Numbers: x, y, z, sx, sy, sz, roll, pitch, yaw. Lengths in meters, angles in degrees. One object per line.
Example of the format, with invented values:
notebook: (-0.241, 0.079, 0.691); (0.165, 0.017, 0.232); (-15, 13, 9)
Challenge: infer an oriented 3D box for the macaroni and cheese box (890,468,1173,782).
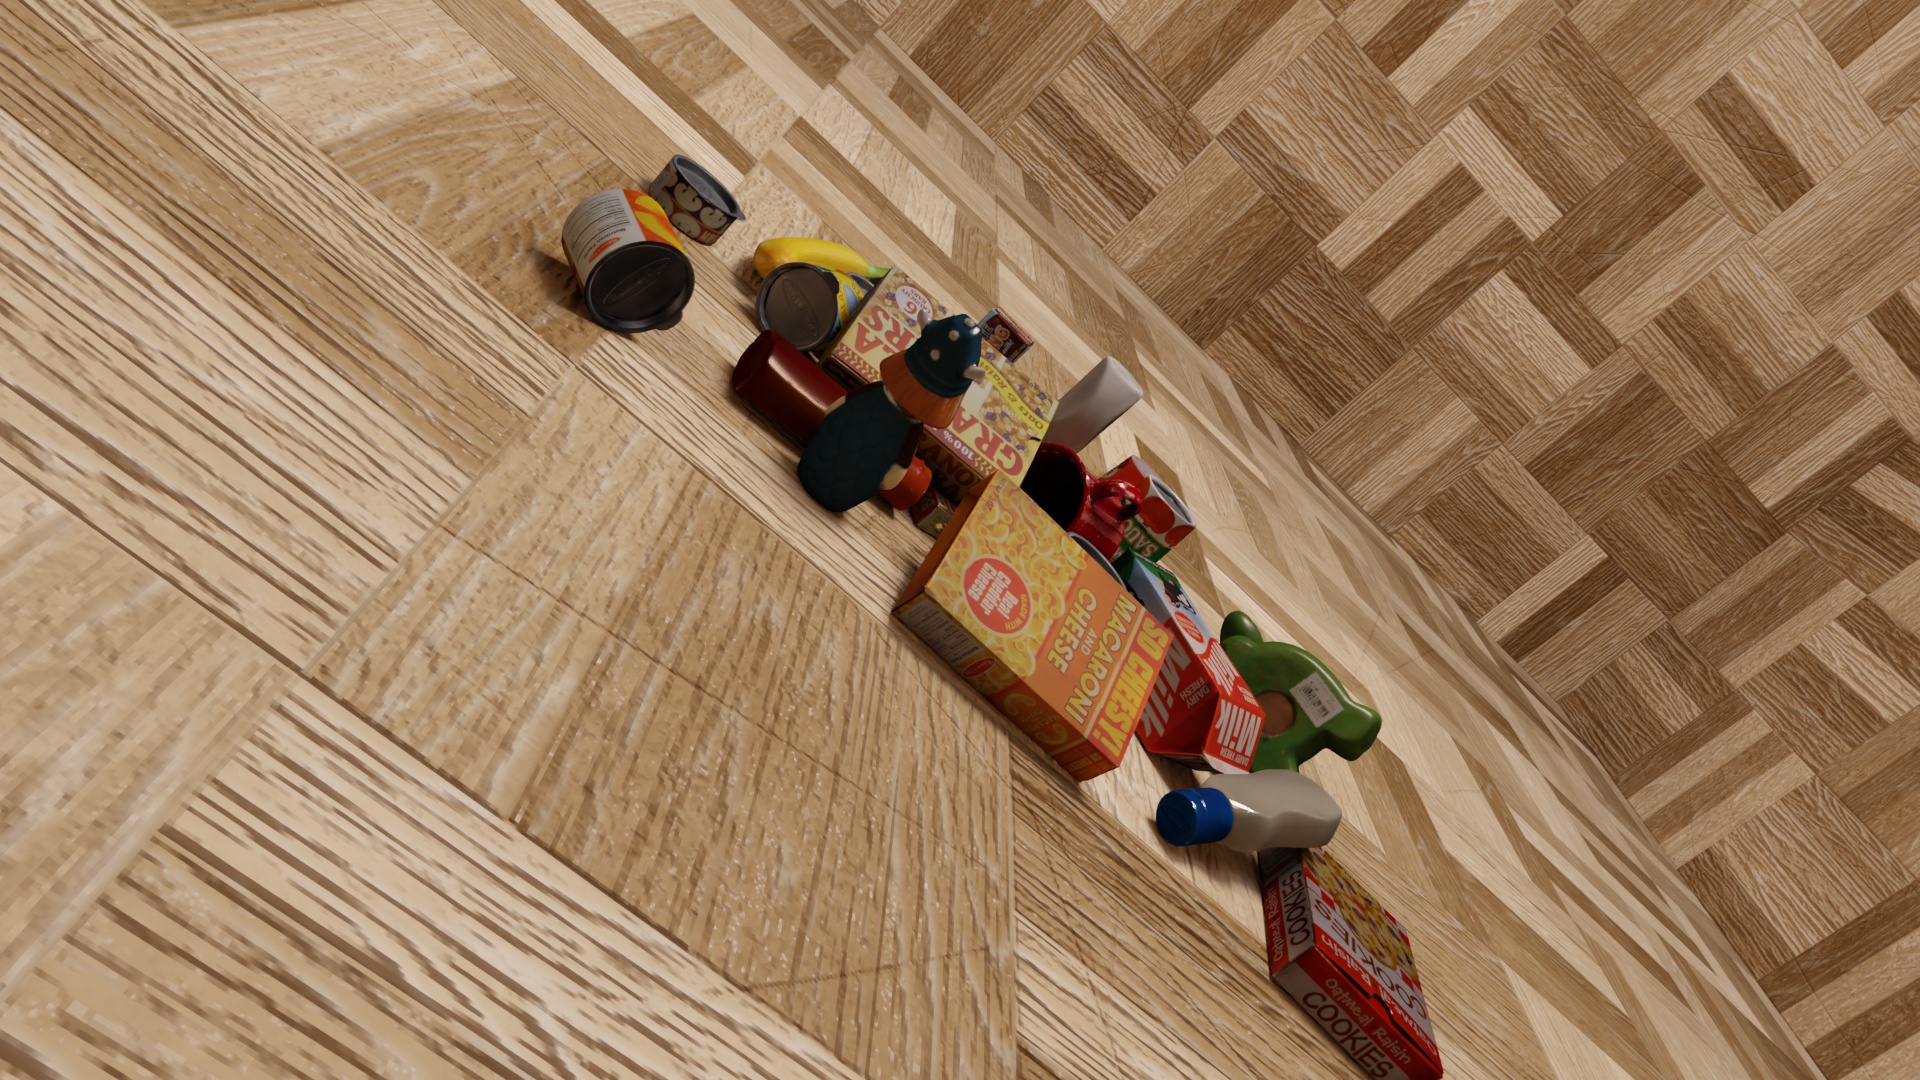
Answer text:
macaroni and cheese box: (0.050, 0.053, 0.885); (0.166, 0.040, 0.124); (43, 46, -12)

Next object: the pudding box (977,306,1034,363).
pudding box: (0.021, -0.173, 1.300); (0.049, 0.083, 0.030); (47, 18, 0)

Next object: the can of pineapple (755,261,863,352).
can of pineapple: (-0.109, -0.173, 1.036); (0.071, 0.071, 0.058); (49, 18, 7)

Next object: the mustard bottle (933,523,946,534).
mustard bottle: (0.046, 0.031, 0.965); (0.160, 0.065, 0.049); (37, 24, -17)

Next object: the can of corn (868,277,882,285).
can of corn: (-0.057, -0.181, 1.178); (0.071, 0.071, 0.058); (55, 19, 24)

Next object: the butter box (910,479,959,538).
butter box: (0.004, -0.013, 1.021); (0.103, 0.024, 0.053); (32, 24, -37)

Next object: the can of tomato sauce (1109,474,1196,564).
can of tomato sauce: (0.165, -0.010, 1.279); (0.071, 0.083, 0.071); (41, 18, -17)

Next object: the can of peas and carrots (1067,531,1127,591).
can of peas and carrots: (0.083, 0.038, 1.035); (0.071, 0.058, 0.071); (41, 19, -18)

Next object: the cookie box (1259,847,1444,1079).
cookie box: (0.265, 0.283, 0.955); (0.123, 0.040, 0.168); (45, 18, -6)

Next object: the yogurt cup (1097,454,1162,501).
yogurt cup: (0.178, -0.052, 1.442); (0.072, 0.054, 0.073); (41, 20, -18)

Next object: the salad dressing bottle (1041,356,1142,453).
salad dressing bottle: (0.085, -0.090, 1.165); (0.044, 0.147, 0.064); (43, 18, -14)

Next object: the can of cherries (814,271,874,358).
can of cherries: (-0.087, -0.170, 1.098); (0.071, 0.058, 0.072); (41, 20, -18)

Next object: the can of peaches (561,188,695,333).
can of peaches: (-0.198, -0.166, 0.831); (0.071, 0.071, 0.058); (25, 27, -49)

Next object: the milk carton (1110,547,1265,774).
milk carton: (0.161, 0.104, 1.048); (0.072, 0.073, 0.191); (27, 27, -46)

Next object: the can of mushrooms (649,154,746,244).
can of mushrooms: (-0.202, -0.260, 1.068); (0.071, 0.033, 0.071); (41, 18, -16)

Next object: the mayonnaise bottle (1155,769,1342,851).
mayonnaise bottle: (0.195, 0.186, 0.951); (0.148, 0.041, 0.065); (5, 22, -41)

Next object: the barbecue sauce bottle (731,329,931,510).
barbecue sauce bottle: (-0.084, -0.077, 0.933); (0.148, 0.043, 0.065); (39, 20, -25)

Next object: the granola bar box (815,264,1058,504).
granola bar box: (-0.015, -0.107, 1.007); (0.165, 0.039, 0.125); (39, 44, -12)
